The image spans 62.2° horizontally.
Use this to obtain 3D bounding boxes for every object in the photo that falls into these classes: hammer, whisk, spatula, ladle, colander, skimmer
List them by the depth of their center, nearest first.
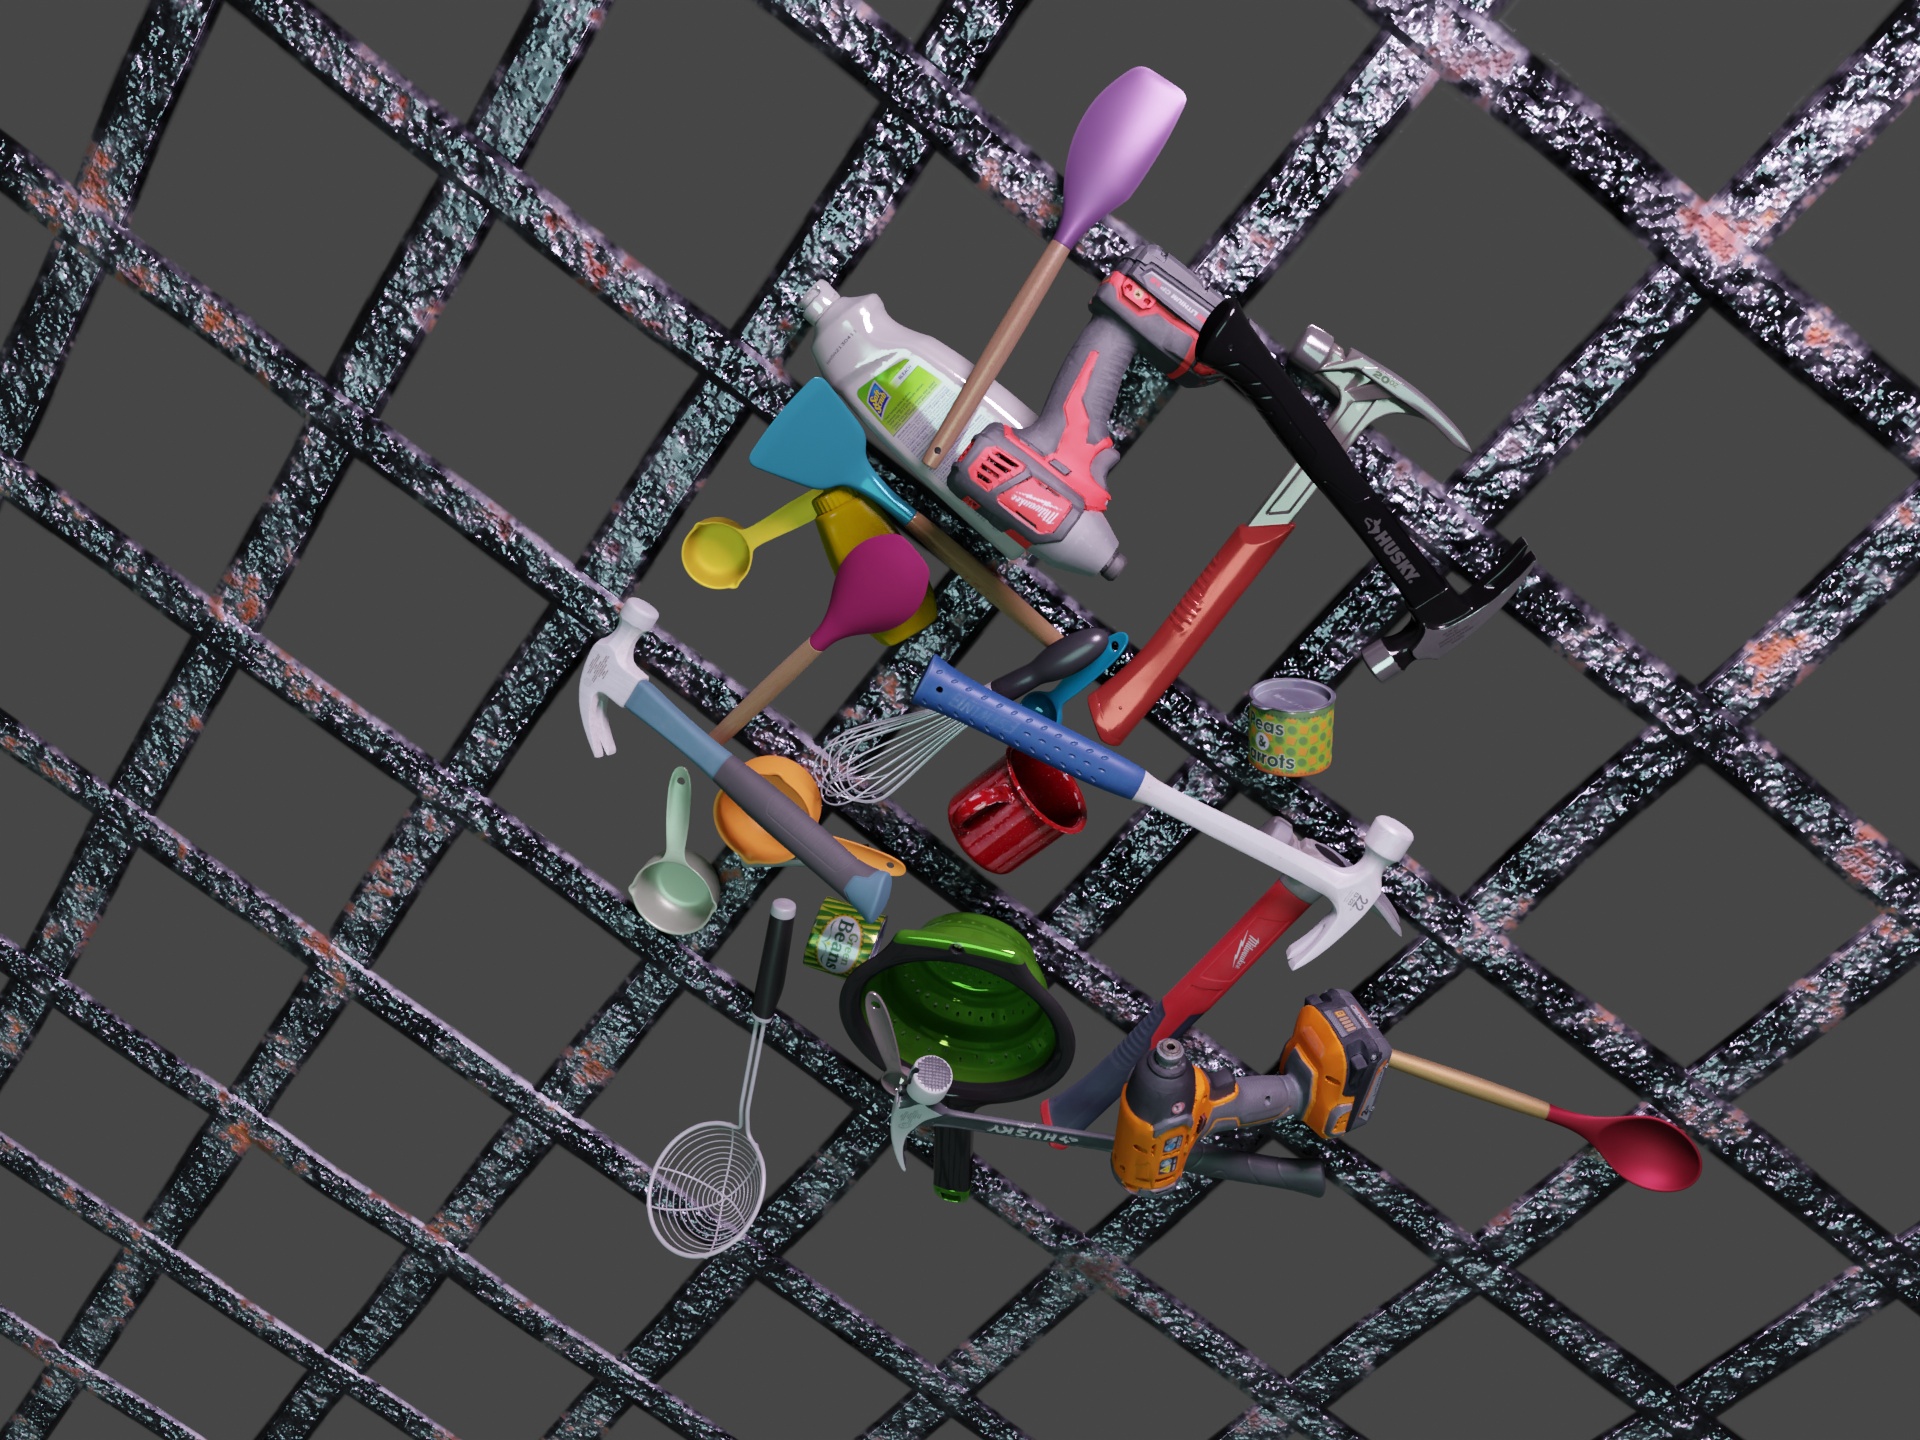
[{"bbox_3d":[0.278,-0.171,1.134,0.146,0.035,0.334,-35,120,21],"label":"hammer"},{"bbox_3d":[0.057,-0.320,1.141,0.060,0.018,0.316,31,101,-2],"label":"spatula"},{"bbox_3d":[0.221,-0.116,1.224,0.149,0.037,0.359,33,115,-4],"label":"hammer"},{"bbox_3d":[-0.019,-0.136,1.230,0.317,0.044,0.082,38,98,-19],"label":"spatula"},{"bbox_3d":[0.147,0.061,1.260,0.405,0.035,0.144,26,107,-6],"label":"hammer"},{"bbox_3d":[-0.002,-0.003,1.294,0.284,0.070,0.070,-28,105,22],"label":"whisk"},{"bbox_3d":[-0.186,0.047,1.320,0.331,0.033,0.128,39,106,11],"label":"hammer"},{"bbox_3d":[0.481,0.331,1.374,0.315,0.031,0.069,19,113,5],"label":"ladle"},{"bbox_3d":[0.208,0.257,1.389,0.143,0.038,0.386,35,115,-7],"label":"hammer"},{"bbox_3d":[0.135,0.377,1.400,0.408,0.036,0.149,12,136,-12],"label":"hammer"},{"bbox_3d":[0.003,0.294,1.429,0.204,0.095,0.396,9,133,8],"label":"colander"},{"bbox_3d":[-0.215,0.332,1.477,0.127,0.090,0.363,29,118,33],"label":"skimmer"}]

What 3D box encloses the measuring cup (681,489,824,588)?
[{"bbox_3d":[-0.154,-0.160,1.290,0.156,0.029,0.062,-27,111,8],"label":"measuring cup"}]

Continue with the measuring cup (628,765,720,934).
[{"bbox_3d":[-0.248,0.110,1.416,0.083,0.038,0.167,11,113,6],"label":"measuring cup"}]

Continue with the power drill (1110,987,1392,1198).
[{"bbox_3d":[0.235,0.298,1.309,0.226,0.084,0.164,-13,132,-18],"label":"power drill"}]

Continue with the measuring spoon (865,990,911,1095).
[{"bbox_3d":[-0.059,0.274,1.358,0.034,0.018,0.124,0,124,22],"label":"measuring spoon"}]

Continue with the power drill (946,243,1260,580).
[{"bbox_3d":[0.107,-0.213,1.135,0.143,0.078,0.219,37,91,-6],"label":"power drill"}]

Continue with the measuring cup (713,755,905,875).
[{"bbox_3d":[-0.125,0.089,1.374,0.173,0.052,0.095,21,116,0],"label":"measuring cup"}]

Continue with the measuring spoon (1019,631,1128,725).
[{"bbox_3d":[0.096,-0.029,1.285,0.128,0.021,0.042,-44,65,31],"label":"measuring spoon"}]

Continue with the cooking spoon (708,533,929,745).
[{"bbox_3d":[-0.130,-0.048,1.288,0.069,0.017,0.319,49,129,-2],"label":"cooking spoon"}]
